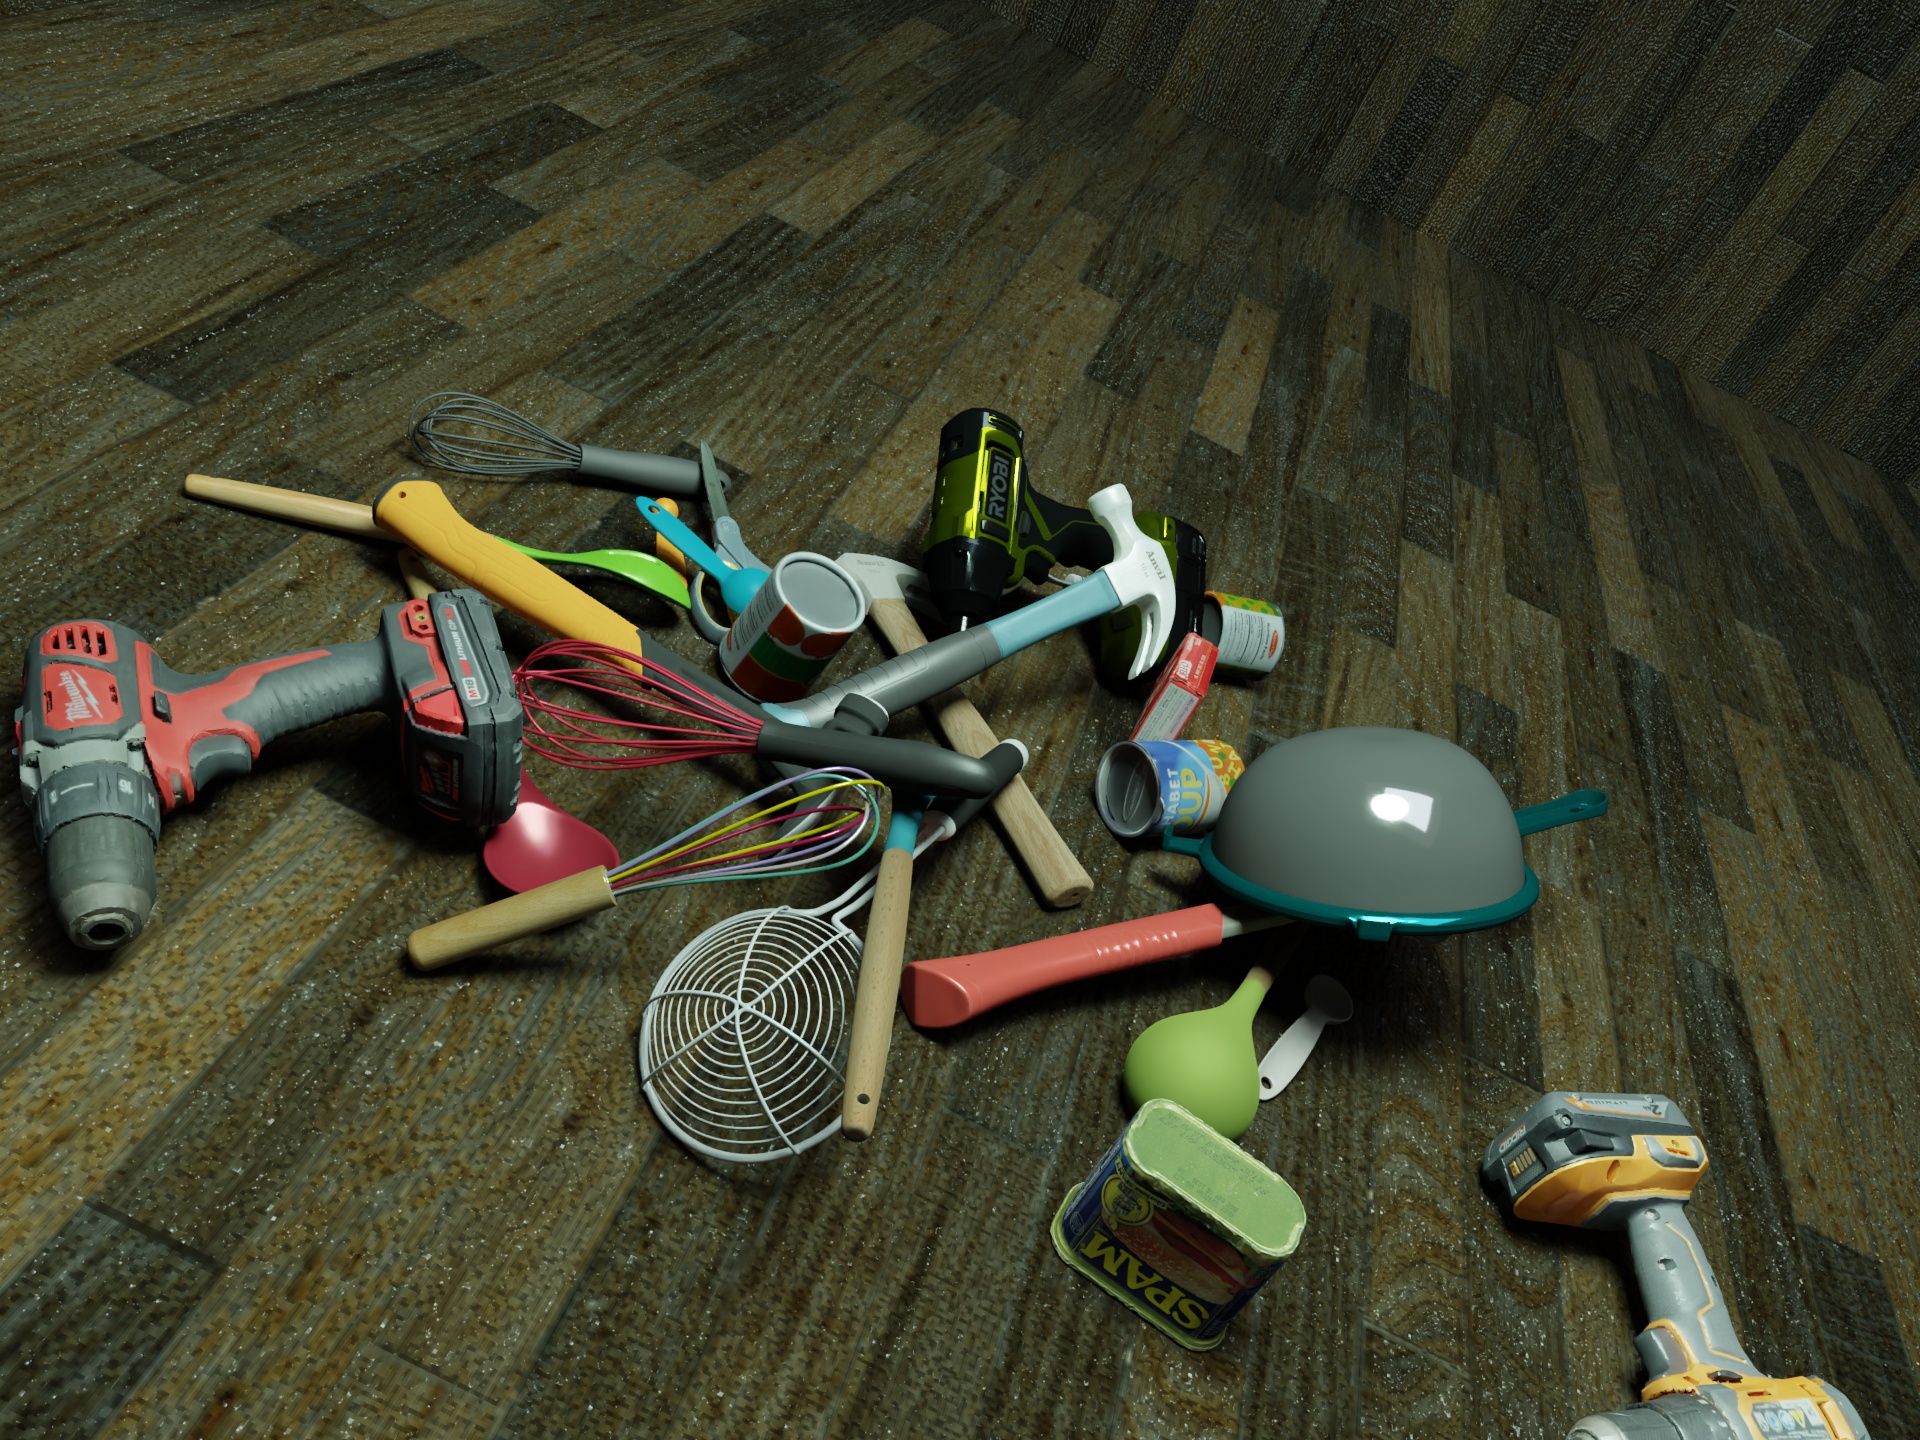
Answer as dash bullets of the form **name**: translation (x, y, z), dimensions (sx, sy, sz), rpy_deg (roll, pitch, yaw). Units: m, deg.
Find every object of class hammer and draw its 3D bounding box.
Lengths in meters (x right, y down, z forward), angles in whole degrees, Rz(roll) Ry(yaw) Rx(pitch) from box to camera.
- **hammer**: translation (0.123, 0.127, 0.969), dimensions (0.359, 0.036, 0.149), rpy_deg (-8, 17, -30)
- **hammer**: translation (-0.215, -0.043, 0.953), dimensions (0.337, 0.034, 0.127), rpy_deg (32, 57, 6)
- **hammer**: translation (0.008, -0.047, 1.054), dimensions (0.331, 0.033, 0.128), rpy_deg (-25, 85, -26)
- **hammer**: translation (-0.002, -0.003, 1.090), dimensions (0.130, 0.031, 0.332), rpy_deg (-3, 45, -36)

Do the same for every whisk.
- **whisk**: translation (-0.272, -0.190, 1.136), dimensions (0.238, 0.055, 0.055), rpy_deg (6, 40, -35)
- **whisk**: translation (-0.122, 0.007, 0.854), dimensions (0.296, 0.073, 0.073), rpy_deg (10, 31, 16)
- **whisk**: translation (-0.152, 0.077, 0.792), dimensions (0.245, 0.051, 0.047), rpy_deg (-19, 6, -7)

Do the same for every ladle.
- **ladle**: translation (-0.274, -0.002, 0.910), dimensions (0.069, 0.031, 0.316), rpy_deg (-8, 46, -34)
- **ladle**: translation (0.184, 0.166, 0.997), dimensions (0.078, 0.062, 0.320), rpy_deg (36, 29, 12)

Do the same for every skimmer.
- **skimmer**: translation (-0.044, 0.107, 0.890), dimensions (0.127, 0.090, 0.363), rpy_deg (17, 25, 19)

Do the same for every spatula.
- **spatula**: translation (-0.035, 0.094, 0.796), dimensions (0.082, 0.044, 0.318), rpy_deg (18, 32, -7)

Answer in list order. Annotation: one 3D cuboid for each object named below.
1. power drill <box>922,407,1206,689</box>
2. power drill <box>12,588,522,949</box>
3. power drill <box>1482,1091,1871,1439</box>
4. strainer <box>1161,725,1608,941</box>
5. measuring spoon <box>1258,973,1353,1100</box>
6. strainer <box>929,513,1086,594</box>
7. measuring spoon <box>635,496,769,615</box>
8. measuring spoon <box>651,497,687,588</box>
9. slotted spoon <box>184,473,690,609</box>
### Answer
- **power drill**: translation (0.074, -0.111, 1.172), dimensions (0.223, 0.080, 0.171), rpy_deg (20, 66, -32)
- **power drill**: translation (-0.336, 0.019, 0.783), dimensions (0.226, 0.080, 0.188), rpy_deg (-8, 46, -25)
- **power drill**: translation (0.376, 0.323, 0.883), dimensions (0.185, 0.084, 0.226), rpy_deg (7, 44, -24)
- **strainer**: translation (0.313, 0.046, 1.038), dimensions (0.340, 0.095, 0.211), rpy_deg (-9, 18, -31)
- **measuring spoon**: translation (0.207, 0.200, 0.986), dimensions (0.034, 0.018, 0.124), rpy_deg (44, 44, 10)
- **strainer**: translation (0.084, -0.108, 1.273), dimensions (0.258, 0.050, 0.087), rpy_deg (14, -7, -28)
- **measuring spoon**: translation (-0.172, -0.118, 1.086), dimensions (0.128, 0.021, 0.042), rpy_deg (40, 42, 8)
- **measuring spoon**: translation (-0.205, -0.124, 1.125), dimensions (0.021, 0.011, 0.117), rpy_deg (10, 38, -23)
- **slotted spoon**: translation (-0.325, -0.117, 1.015), dimensions (0.313, 0.031, 0.070), rpy_deg (11, 1, -17)
